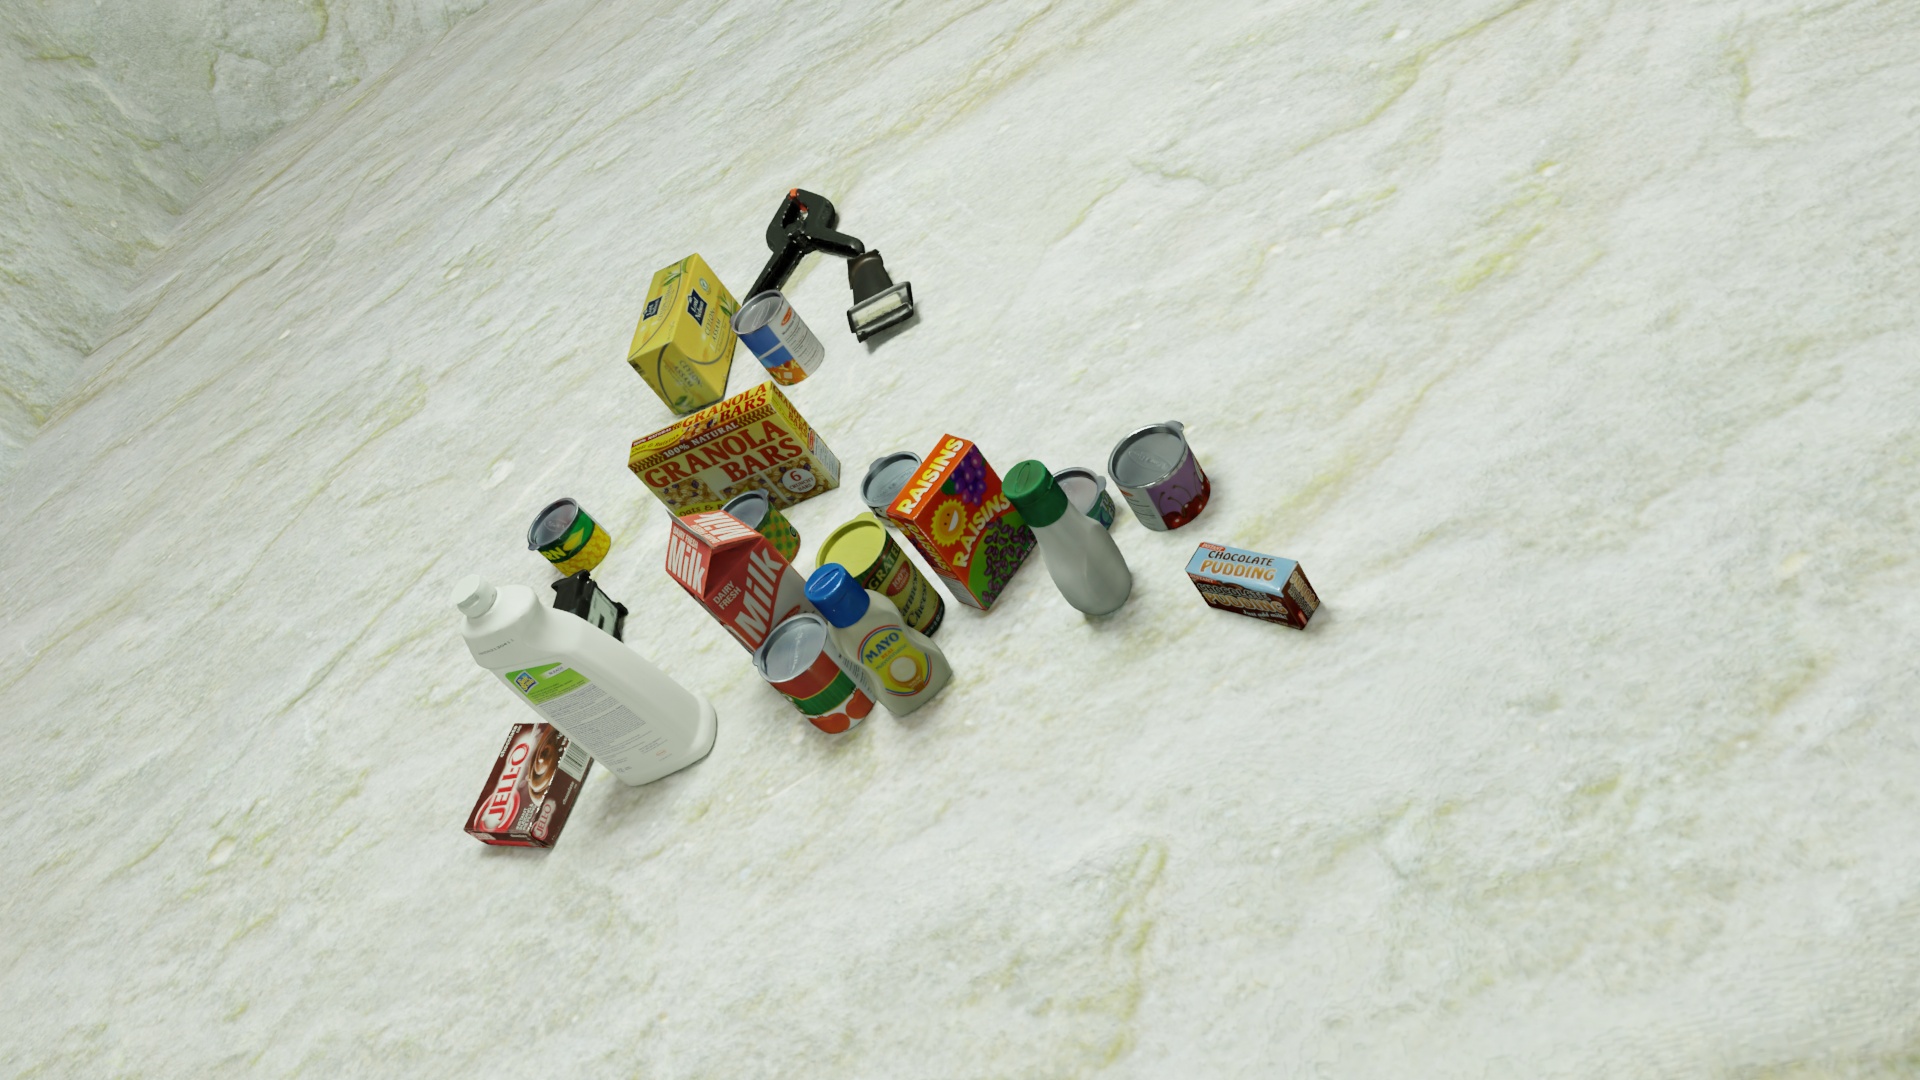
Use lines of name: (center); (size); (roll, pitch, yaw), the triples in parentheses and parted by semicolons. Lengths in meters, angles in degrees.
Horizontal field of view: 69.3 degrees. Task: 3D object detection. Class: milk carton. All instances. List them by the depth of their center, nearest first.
milk carton: (-0.174, 0.043, 1.157); (0.073, 0.190, 0.072); (-48, 41, -12)

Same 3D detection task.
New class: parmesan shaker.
parmesan shaker: (-0.064, 0.035, 1.151); (0.071, 0.102, 0.072); (-20, 43, 20)

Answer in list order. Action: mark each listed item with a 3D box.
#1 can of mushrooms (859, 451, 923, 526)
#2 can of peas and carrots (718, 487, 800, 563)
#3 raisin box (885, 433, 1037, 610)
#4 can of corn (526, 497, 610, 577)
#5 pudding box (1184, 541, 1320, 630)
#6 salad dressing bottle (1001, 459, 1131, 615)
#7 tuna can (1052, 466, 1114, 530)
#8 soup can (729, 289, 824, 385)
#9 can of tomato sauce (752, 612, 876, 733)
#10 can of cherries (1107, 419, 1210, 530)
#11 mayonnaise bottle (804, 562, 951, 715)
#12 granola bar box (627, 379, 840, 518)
can of mushrooms: (-0.058, -0.049, 1.280); (0.071, 0.033, 0.071); (-20, 43, 20)
can of peas and carrots: (-0.193, -0.006, 1.319); (0.071, 0.058, 0.071); (-20, 43, 20)
raisin box: (0.004, -0.014, 1.133); (0.040, 0.123, 0.086); (19, 66, 45)
can of corn: (-0.417, -0.001, 1.477); (0.071, 0.058, 0.071); (-20, 43, 20)
pudding box: (0.209, 0.031, 0.997); (0.084, 0.049, 0.030); (14, 62, 43)
salad dressing bottle: (0.080, -0.002, 1.047); (0.044, 0.147, 0.064); (-4, 51, 34)
tuna can: (0.095, -0.027, 1.149); (0.071, 0.032, 0.071); (-20, 43, 20)
soup can: (-0.199, -0.219, 1.505); (0.071, 0.083, 0.072); (-20, 43, 20)
can of tomato sauce: (-0.117, 0.110, 1.135); (0.071, 0.083, 0.071); (-20, 43, 20)
can of cherries: (0.161, -0.052, 1.104); (0.071, 0.058, 0.072); (-20, 43, 20)
mayonnaise bottle: (-0.067, 0.075, 1.081); (0.065, 0.147, 0.041); (-40, 40, -2)
granola bar box: (-0.219, -0.076, 1.353); (0.165, 0.124, 0.039); (-21, 43, 19)
